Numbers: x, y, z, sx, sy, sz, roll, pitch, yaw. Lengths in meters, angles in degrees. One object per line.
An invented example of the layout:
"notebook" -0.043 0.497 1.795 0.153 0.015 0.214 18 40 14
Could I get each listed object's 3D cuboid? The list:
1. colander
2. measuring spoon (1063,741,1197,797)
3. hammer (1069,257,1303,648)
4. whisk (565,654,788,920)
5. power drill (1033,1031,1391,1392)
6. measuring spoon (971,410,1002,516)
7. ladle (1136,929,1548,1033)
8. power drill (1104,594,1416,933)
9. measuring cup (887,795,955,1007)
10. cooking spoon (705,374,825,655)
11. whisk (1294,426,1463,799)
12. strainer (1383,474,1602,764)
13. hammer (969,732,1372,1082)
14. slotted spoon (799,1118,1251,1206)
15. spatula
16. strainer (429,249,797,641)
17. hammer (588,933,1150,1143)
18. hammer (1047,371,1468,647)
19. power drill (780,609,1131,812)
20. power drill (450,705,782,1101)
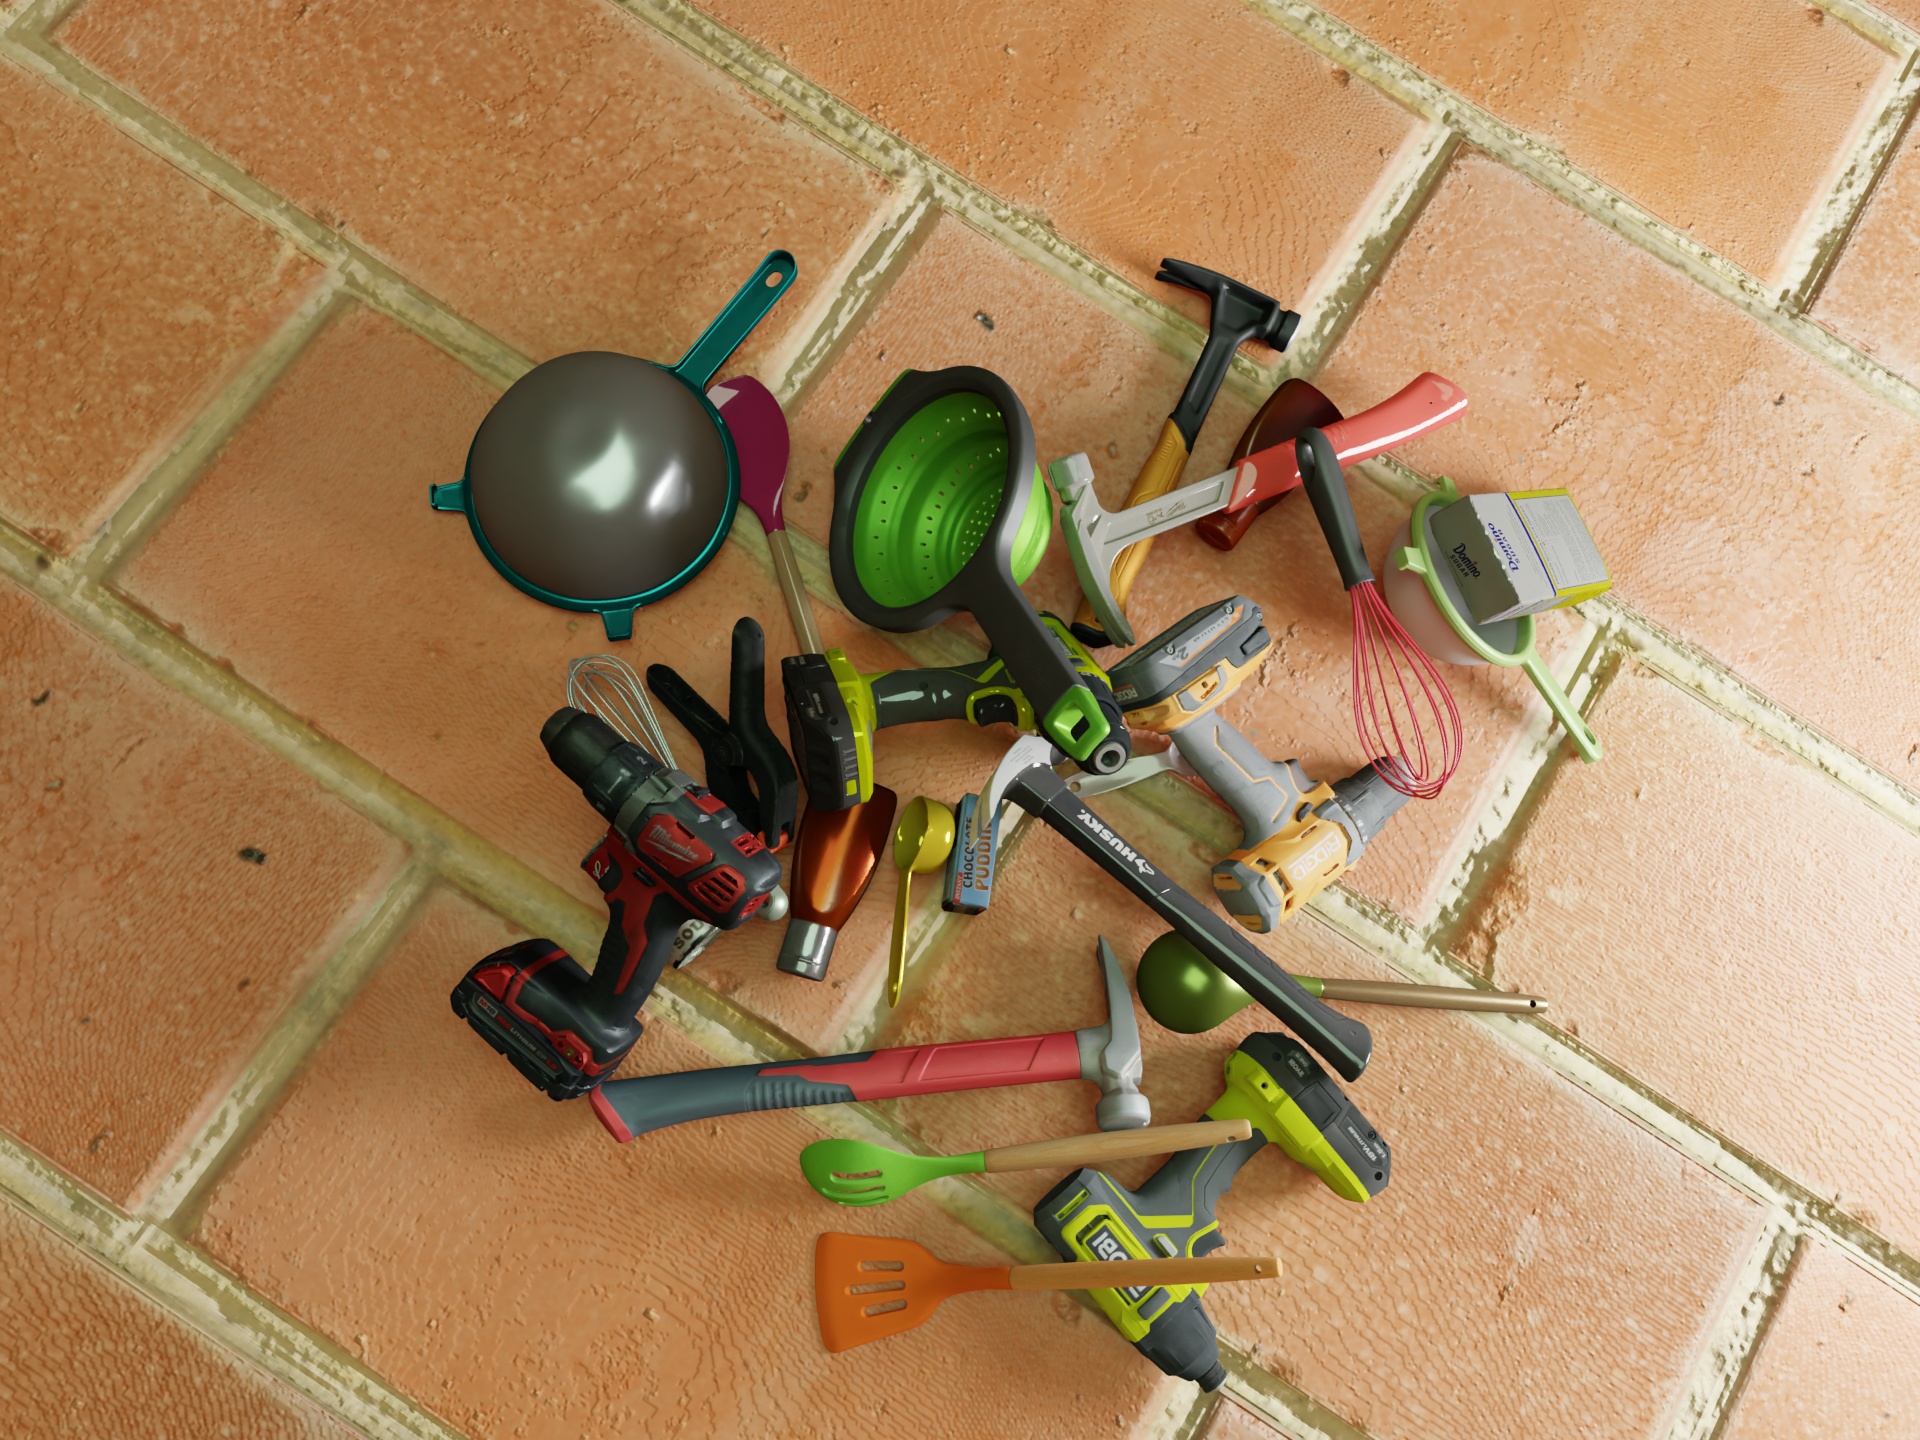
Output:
"colander" 0.032 -0.101 1.134 0.204 0.094 0.398 -50 44 20
"measuring spoon" 0.133 0.039 1.225 0.124 0.018 0.034 -15 82 -3
"hammer" 0.159 -0.212 1.276 0.127 0.034 0.337 25 75 -1
"whisk" -0.206 0.048 1.154 0.058 0.059 0.246 -42 80 12
"power drill" 0.187 0.344 1.125 0.223 0.080 0.171 -39 83 -10
"measuring spoon" 0.022 -0.224 1.268 0.042 0.021 0.129 -8 79 -9
"ladle" 0.288 0.203 1.193 0.320 0.062 0.078 6 76 -12
"power drill" 0.232 0.019 1.193 0.185 0.084 0.226 -34 96 -21
"measuring cup" -0.030 0.132 1.155 0.029 0.062 0.157 14 70 -23
"cooking spoon" -0.135 -0.120 1.228 0.069 0.017 0.319 -18 79 1
"whisk" 0.304 -0.083 1.184 0.073 0.073 0.296 -15 79 -10
"strainer" 0.411 -0.059 1.257 0.256 0.069 0.151 52 41 -10
"hammer" 0.152 0.135 1.130 0.335 0.035 0.146 40 39 11
"slotted spoon" 0.043 0.299 1.094 0.314 0.070 0.031 -8 37 5
"spatula" 0.055 0.378 1.076 0.322 0.041 0.081 -10 76 20
"strainer" -0.235 -0.242 1.196 0.211 0.095 0.340 36 79 6
"hammer" -0.067 0.238 1.130 0.386 0.038 0.143 -5 54 -3
"hammer" 0.246 -0.184 1.234 0.359 0.037 0.149 -22 95 -18
"power drill" -0.002 -0.004 1.129 0.228 0.191 0.080 -10 119 -11
"power drill" -0.248 0.120 1.072 0.188 0.080 0.226 40 106 6
